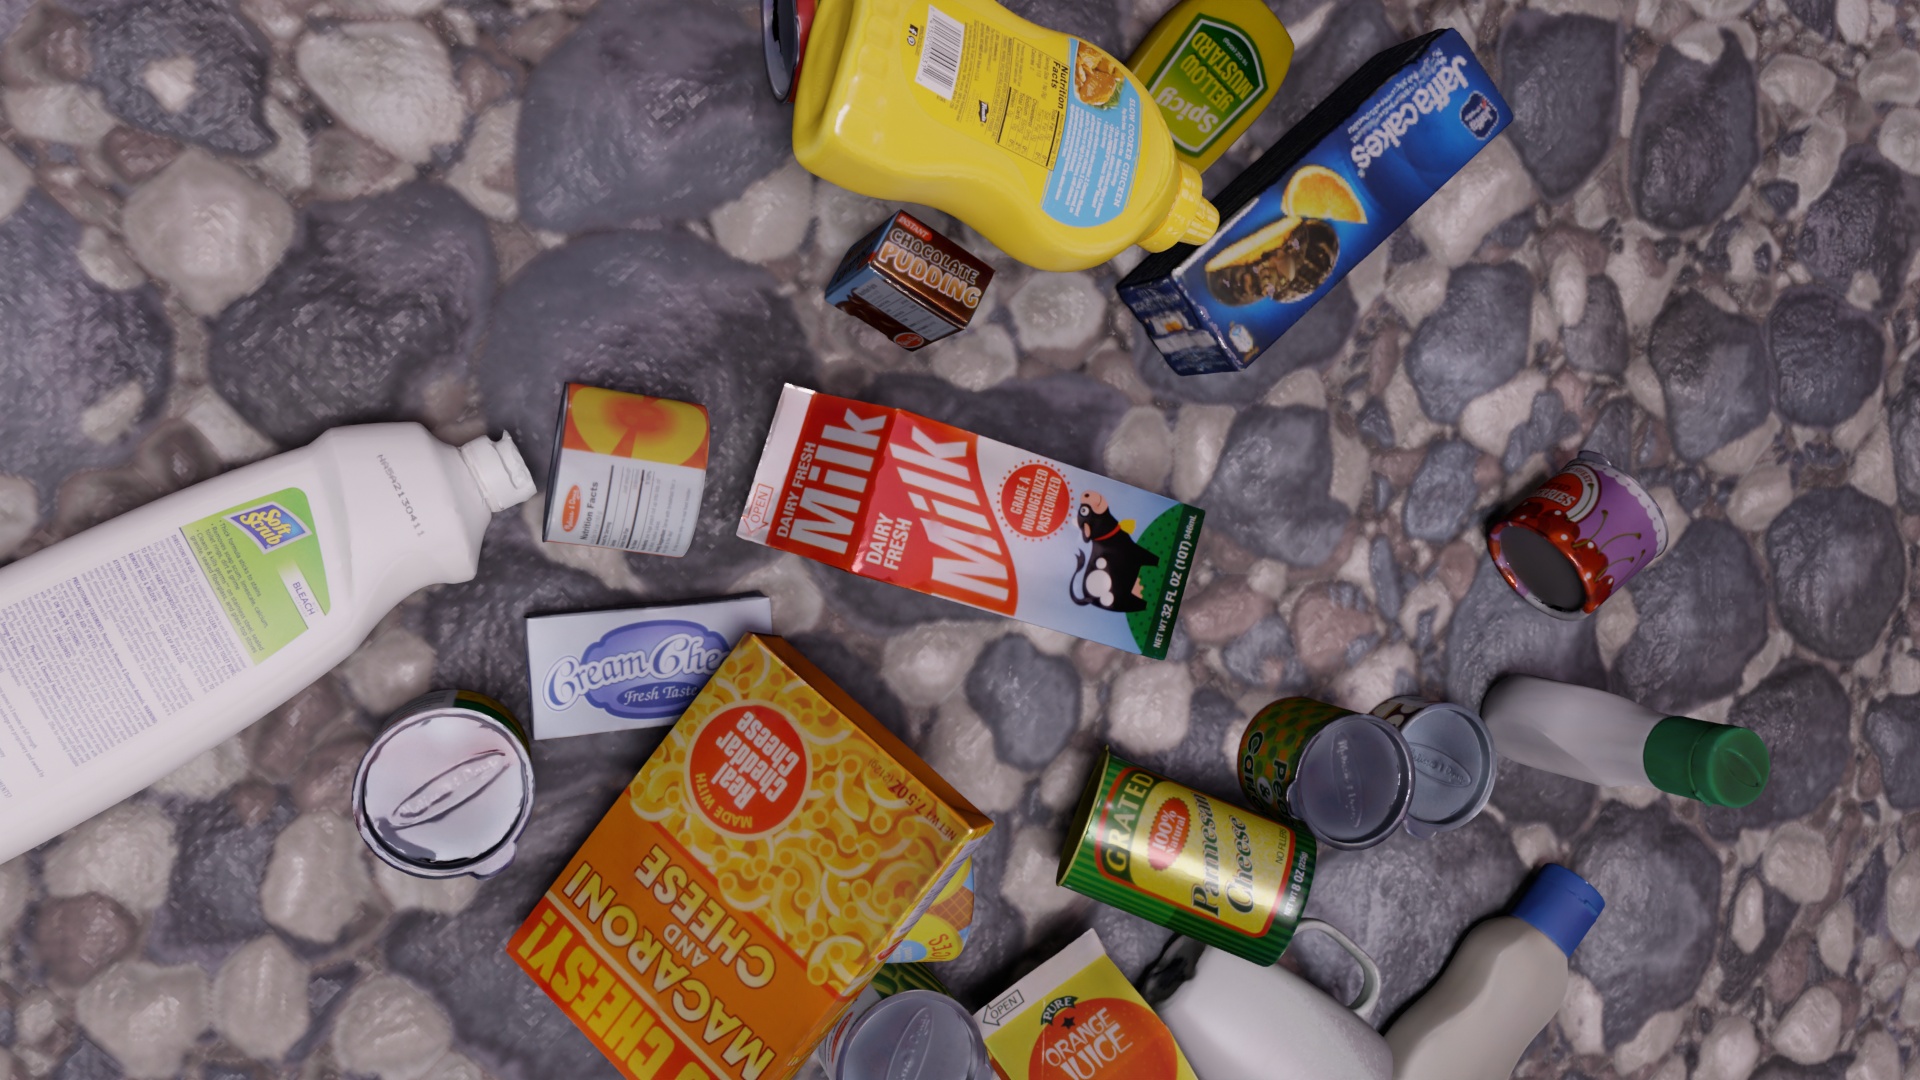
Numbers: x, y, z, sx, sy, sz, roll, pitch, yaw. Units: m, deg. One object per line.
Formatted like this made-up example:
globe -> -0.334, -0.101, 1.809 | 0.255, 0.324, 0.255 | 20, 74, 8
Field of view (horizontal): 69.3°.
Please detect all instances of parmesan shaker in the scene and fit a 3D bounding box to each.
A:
parmesan shaker -> 0.104, 0.144, 0.641 | 0.103, 0.071, 0.071 | 21, 85, 3

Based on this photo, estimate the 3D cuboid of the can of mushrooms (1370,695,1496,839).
can of mushrooms -> 0.238, 0.117, 0.717 | 0.071, 0.033, 0.071 | -1, 92, -19

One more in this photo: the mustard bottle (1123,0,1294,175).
mustard bottle -> 0.090, -0.188, 0.650 | 0.065, 0.049, 0.160 | 41, 79, -14

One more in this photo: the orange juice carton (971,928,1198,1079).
orange juice carton -> 0.079, 0.278, 0.649 | 0.072, 0.073, 0.192 | -32, 101, -14

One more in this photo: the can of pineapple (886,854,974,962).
can of pineapple -> -0.031, 0.154, 0.612 | 0.058, 0.071, 0.071 | 4, 91, -18

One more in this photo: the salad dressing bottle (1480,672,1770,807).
salad dressing bottle -> 0.322, 0.098, 0.684 | 0.064, 0.147, 0.044 | 38, 81, -16

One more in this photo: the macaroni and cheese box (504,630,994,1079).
macaroni and cheese box -> -0.086, 0.140, 0.562 | 0.124, 0.040, 0.166 | 39, 94, 17

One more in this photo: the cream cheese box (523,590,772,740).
cream cheese box -> -0.133, 0.053, 0.598 | 0.104, 0.024, 0.053 | -5, 92, -18

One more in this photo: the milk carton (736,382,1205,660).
milk carton -> 0.002, -0.008, 0.615 | 0.191, 0.073, 0.072 | 18, 87, -18

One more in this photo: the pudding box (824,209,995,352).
pudding box -> -0.024, -0.110, 0.598 | 0.049, 0.083, 0.030 | 30, 81, -16

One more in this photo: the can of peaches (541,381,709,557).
can of peaches -> -0.138, -0.030, 0.573 | 0.058, 0.071, 0.071 | 8, 90, -18

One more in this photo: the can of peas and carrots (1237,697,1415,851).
can of peas and carrots -> 0.177, 0.114, 0.684 | 0.071, 0.058, 0.071 | -1, 92, -17

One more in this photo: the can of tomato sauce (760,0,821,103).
can of tomato sauce -> -0.038, -0.223, 0.597 | 0.083, 0.071, 0.071 | -6, 94, -18

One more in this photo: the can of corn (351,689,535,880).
can of corn -> -0.204, 0.098, 0.558 | 0.071, 0.058, 0.071 | -1, 92, -18

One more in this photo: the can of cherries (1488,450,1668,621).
can of cherries -> 0.319, -0.002, 0.723 | 0.058, 0.071, 0.071 | -36, 102, -12

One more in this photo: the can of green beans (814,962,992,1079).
can of green beans -> -0.029, 0.224, 0.620 | 0.071, 0.058, 0.071 | -1, 92, -18

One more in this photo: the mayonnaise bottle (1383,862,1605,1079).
mayonnaise bottle -> 0.282, 0.238, 0.733 | 0.064, 0.041, 0.148 | 46, 77, -16
